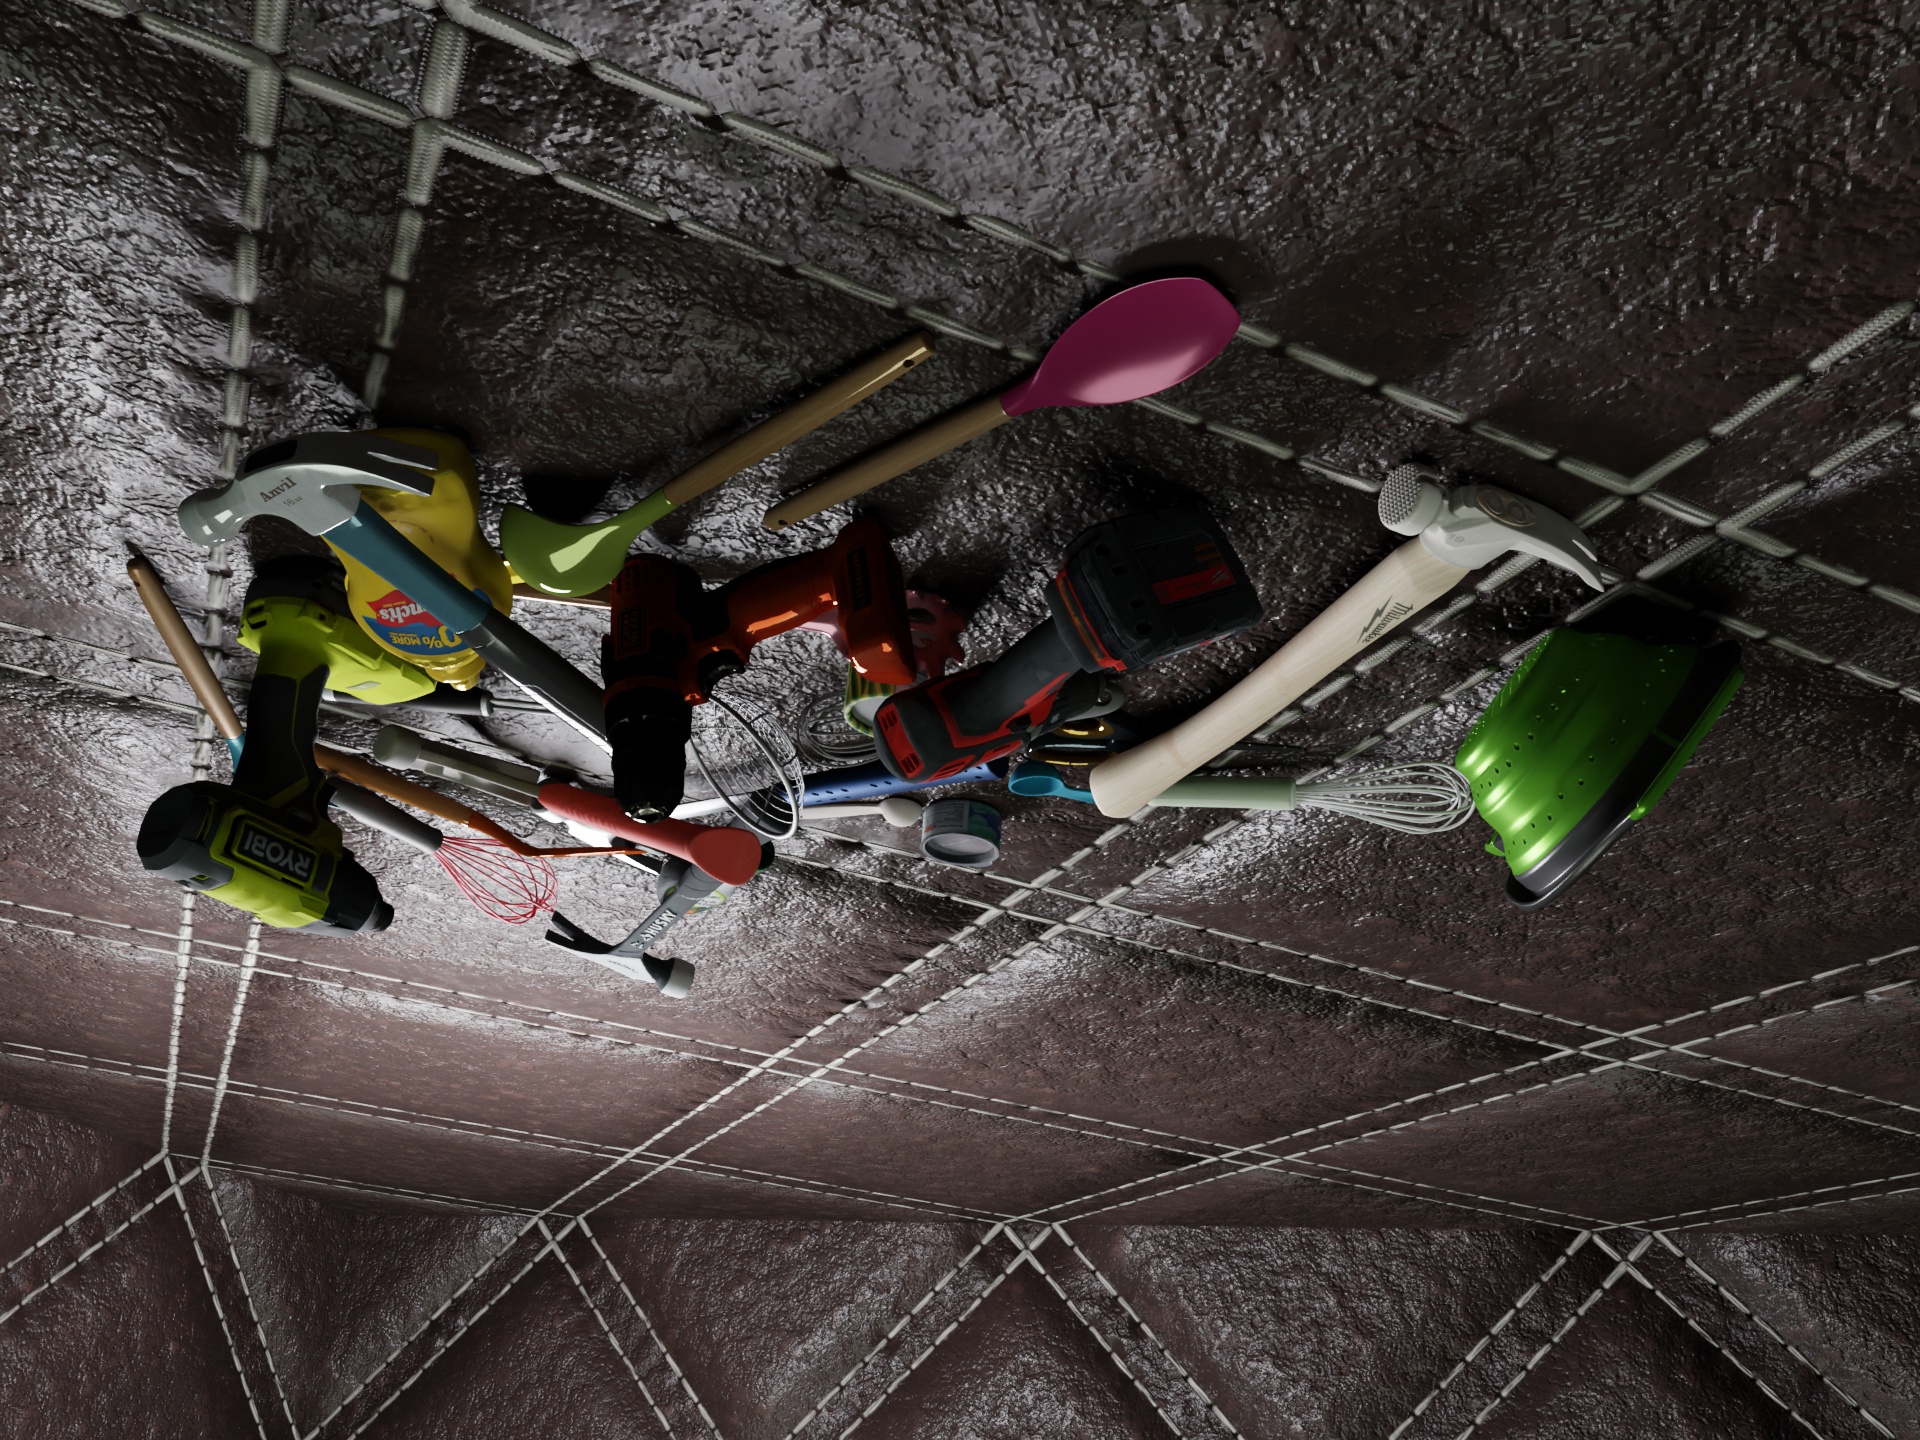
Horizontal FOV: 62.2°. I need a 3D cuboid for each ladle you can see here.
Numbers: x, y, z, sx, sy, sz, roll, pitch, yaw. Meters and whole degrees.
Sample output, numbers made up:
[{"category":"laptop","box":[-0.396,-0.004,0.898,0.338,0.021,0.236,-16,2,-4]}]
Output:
[{"category":"ladle","box":[-0.142,-0.147,0.888,0.320,0.062,0.078,-23,144,31]}]

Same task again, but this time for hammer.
[{"category":"hammer","box":[0.217,-0.025,1.031,0.146,0.038,0.410,16,148,-22]},{"category":"hammer","box":[-0.267,0.063,1.143,0.359,0.037,0.149,12,172,40]},{"category":"hammer","box":[-0.147,0.062,1.277,0.405,0.035,0.143,-11,148,27]},{"category":"hammer","box":[-0.240,0.148,1.371,0.149,0.036,0.409,24,145,-18]},{"category":"hammer","box":[-0.280,-0.052,0.937,0.128,0.033,0.330,-23,138,20]}]

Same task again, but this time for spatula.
[{"category":"spatula","box":[-0.409,0.061,1.271,0.322,0.041,0.081,23,173,-1]},{"category":"spatula","box":[-0.546,-0.016,1.185,0.082,0.044,0.317,19,145,13]}]

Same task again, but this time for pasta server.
[{"category":"pasta server","box":[-0.152,-0.070,1.026,0.316,0.060,0.040,6,-165,3]}]

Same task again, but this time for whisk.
[{"category":"whisk","box":[-0.443,0.111,1.375,0.073,0.073,0.295,-7,153,21]},{"category":"whisk","box":[0.257,0.056,1.190,0.246,0.058,0.059,0,118,17]},{"category":"whisk","box":[-0.002,-0.003,1.122,0.239,0.055,0.055,-7,150,14]}]

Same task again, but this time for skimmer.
[{"category":"skimmer","box":[-0.290,0.016,1.153,0.363,0.090,0.127,6,142,0]}]

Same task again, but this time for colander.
[{"category":"colander","box":[0.380,0.028,1.061,0.094,0.204,0.397,37,172,11]}]

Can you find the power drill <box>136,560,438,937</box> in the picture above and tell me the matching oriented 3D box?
[{"category":"power drill","box":[-0.425,0.024,1.050,0.080,0.223,0.171,-12,148,29]}]

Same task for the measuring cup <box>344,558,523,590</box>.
[{"category":"measuring cup","box":[-0.313,-0.101,1.017,0.156,0.029,0.062,-8,144,-1]}]

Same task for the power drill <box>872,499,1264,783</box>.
[{"category":"power drill","box":[0.072,-0.041,0.958,0.188,0.080,0.226,-18,168,-45]}]

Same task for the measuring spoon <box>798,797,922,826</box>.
[{"category":"measuring spoon","box":[-0.092,0.081,1.321,0.124,0.018,0.034,-4,151,18]}]

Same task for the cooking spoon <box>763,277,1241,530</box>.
[{"category":"cooking spoon","box":[0.006,-0.160,0.849,0.319,0.017,0.068,-19,143,37]}]

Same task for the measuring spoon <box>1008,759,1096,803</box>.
[{"category":"measuring spoon","box":[0.093,0.049,1.240,0.128,0.021,0.042,12,153,-32]}]
